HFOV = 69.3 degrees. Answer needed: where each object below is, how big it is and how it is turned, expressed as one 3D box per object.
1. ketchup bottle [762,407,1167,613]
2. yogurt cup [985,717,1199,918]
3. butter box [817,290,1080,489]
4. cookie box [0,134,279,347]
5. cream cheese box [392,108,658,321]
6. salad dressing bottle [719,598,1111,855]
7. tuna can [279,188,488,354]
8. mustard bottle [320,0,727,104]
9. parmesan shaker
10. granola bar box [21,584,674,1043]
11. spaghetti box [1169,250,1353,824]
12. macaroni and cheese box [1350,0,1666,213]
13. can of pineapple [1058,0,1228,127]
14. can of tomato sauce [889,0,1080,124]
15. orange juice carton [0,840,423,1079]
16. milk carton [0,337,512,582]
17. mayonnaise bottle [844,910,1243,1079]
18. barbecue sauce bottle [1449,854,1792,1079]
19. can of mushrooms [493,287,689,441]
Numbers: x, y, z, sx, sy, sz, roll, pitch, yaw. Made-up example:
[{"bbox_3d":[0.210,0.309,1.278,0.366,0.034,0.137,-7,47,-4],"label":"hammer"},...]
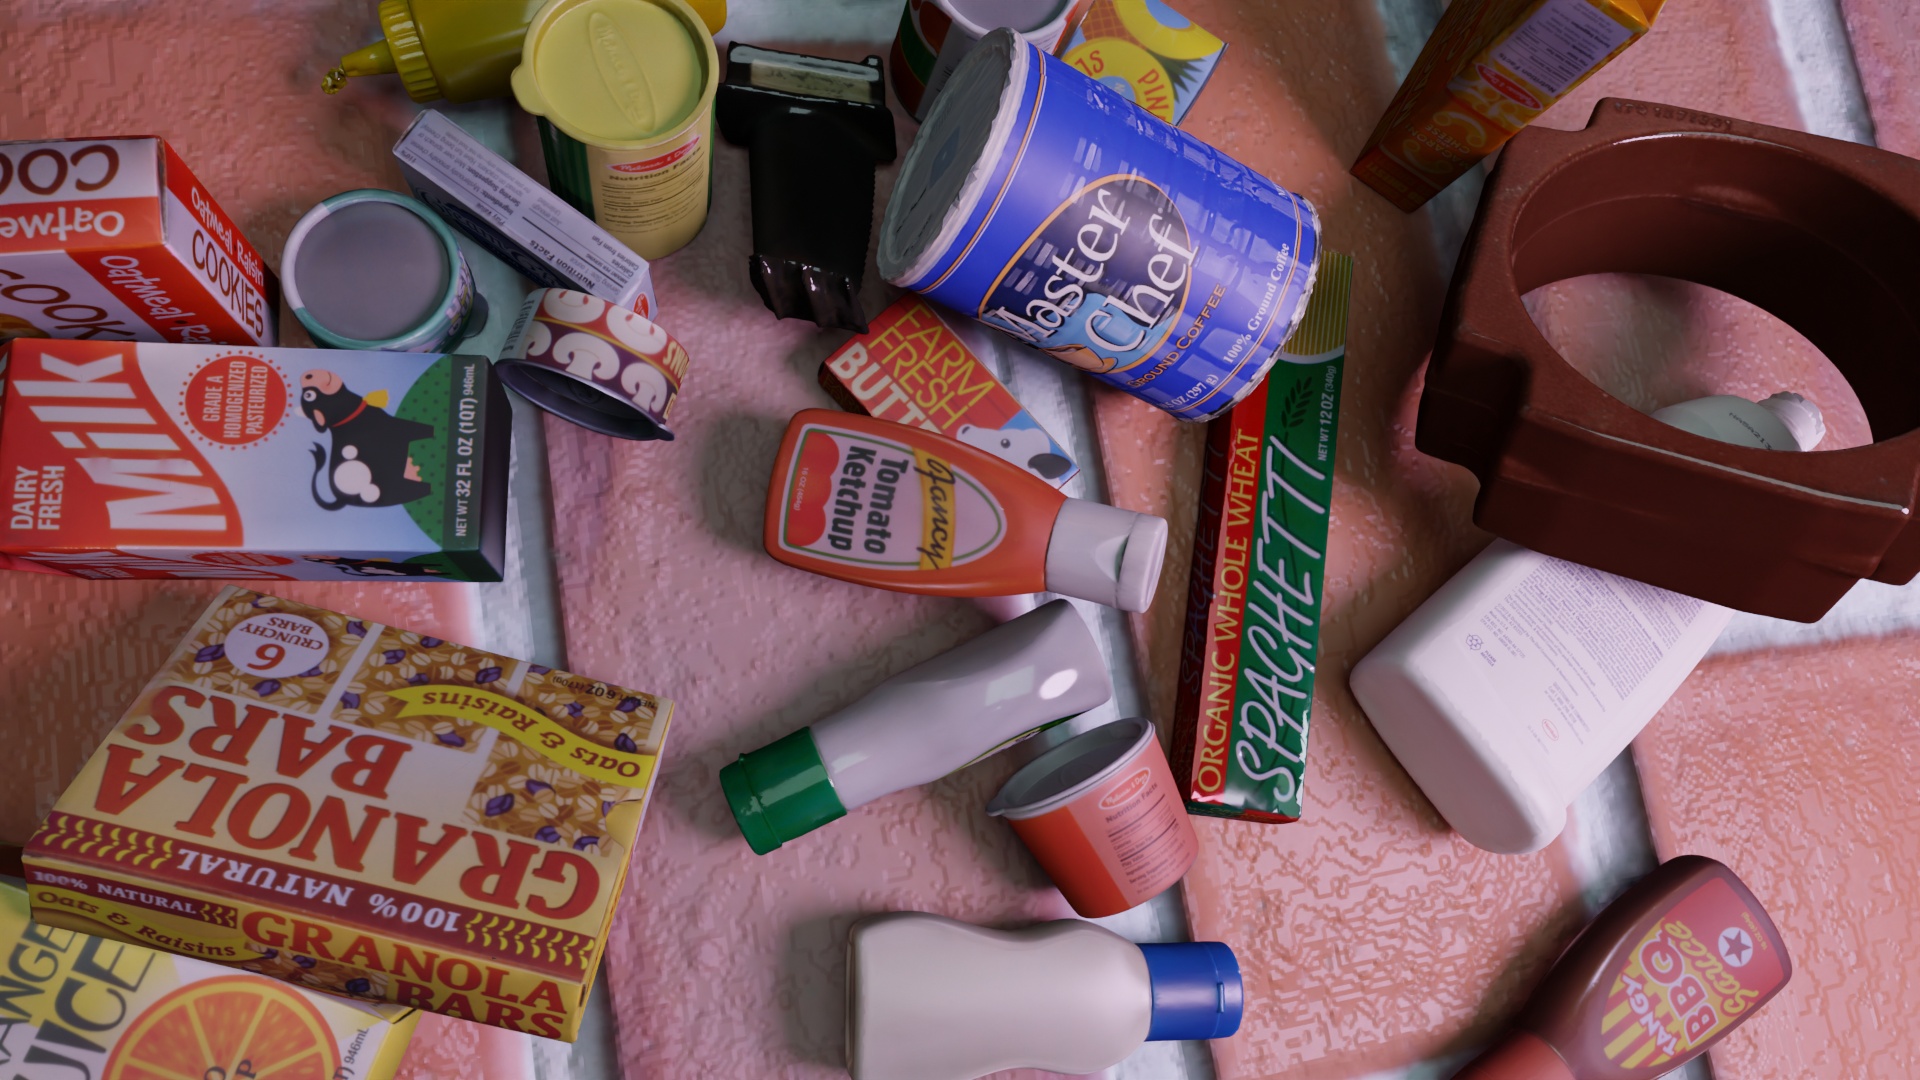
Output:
[{"bbox_3d":[0.002,-0.007,0.527,0.149,0.043,0.064,13,91,15],"label":"ketchup bottle"},{"bbox_3d":[0.055,0.107,0.533,0.072,0.072,0.054,-30,94,-15],"label":"yogurt cup"},{"bbox_3d":[-0.005,-0.048,0.572,0.053,0.024,0.103,-43,90,-16],"label":"butter box"},{"bbox_3d":[-0.333,-0.089,0.463,0.168,0.122,0.040,-6,81,-12],"label":"cookie box"},{"bbox_3d":[-0.166,-0.119,0.539,0.104,0.053,0.024,35,77,-3],"label":"cream cheese box"},{"bbox_3d":[-0.017,0.071,0.529,0.148,0.064,0.044,-24,94,-7],"label":"salad dressing bottle"},{"bbox_3d":[-0.220,-0.098,0.534,0.071,0.032,0.071,2,79,-10],"label":"tuna can"},{"bbox_3d":[-0.175,-0.207,0.551,0.160,0.065,0.049,-20,88,-11],"label":"mustard bottle"},{"bbox_3d":[-0.129,-0.155,0.527,0.071,0.103,0.071,2,78,-11],"label":"parmesan shaker"},{"bbox_3d":[-0.191,0.086,0.464,0.166,0.038,0.125,16,36,-8],"label":"granola bar box"},{"bbox_3d":[0.128,-0.007,0.588,0.050,0.028,0.250,11,77,-8],"label":"spaghetti box"},{"bbox_3d":[0.243,-0.224,0.584,0.040,0.166,0.124,34,75,-4],"label":"macaroni and cheese box"},{"bbox_3d":[0.072,-0.198,0.595,0.058,0.071,0.071,32,75,-3],"label":"can of pineapple"},{"bbox_3d":[0.009,-0.218,0.578,0.071,0.083,0.071,2,79,-11],"label":"can of tomato sauce"},{"bbox_3d":[-0.283,0.152,0.450,0.193,0.073,0.072,22,76,-6],"label":"orange juice carton"},{"bbox_3d":[-0.262,-0.025,0.490,0.191,0.073,0.072,2,79,-11],"label":"milk carton"},{"bbox_3d":[0.032,0.173,0.527,0.148,0.041,0.065,2,81,-12],"label":"mayonnaise bottle"},{"bbox_3d":[0.266,0.193,0.567,0.149,0.043,0.065,-30,87,-15],"label":"barbecue sauce bottle"},{"bbox_3d":[-0.137,-0.065,0.527,0.071,0.071,0.033,20,75,-7],"label":"can of mushrooms"}]
